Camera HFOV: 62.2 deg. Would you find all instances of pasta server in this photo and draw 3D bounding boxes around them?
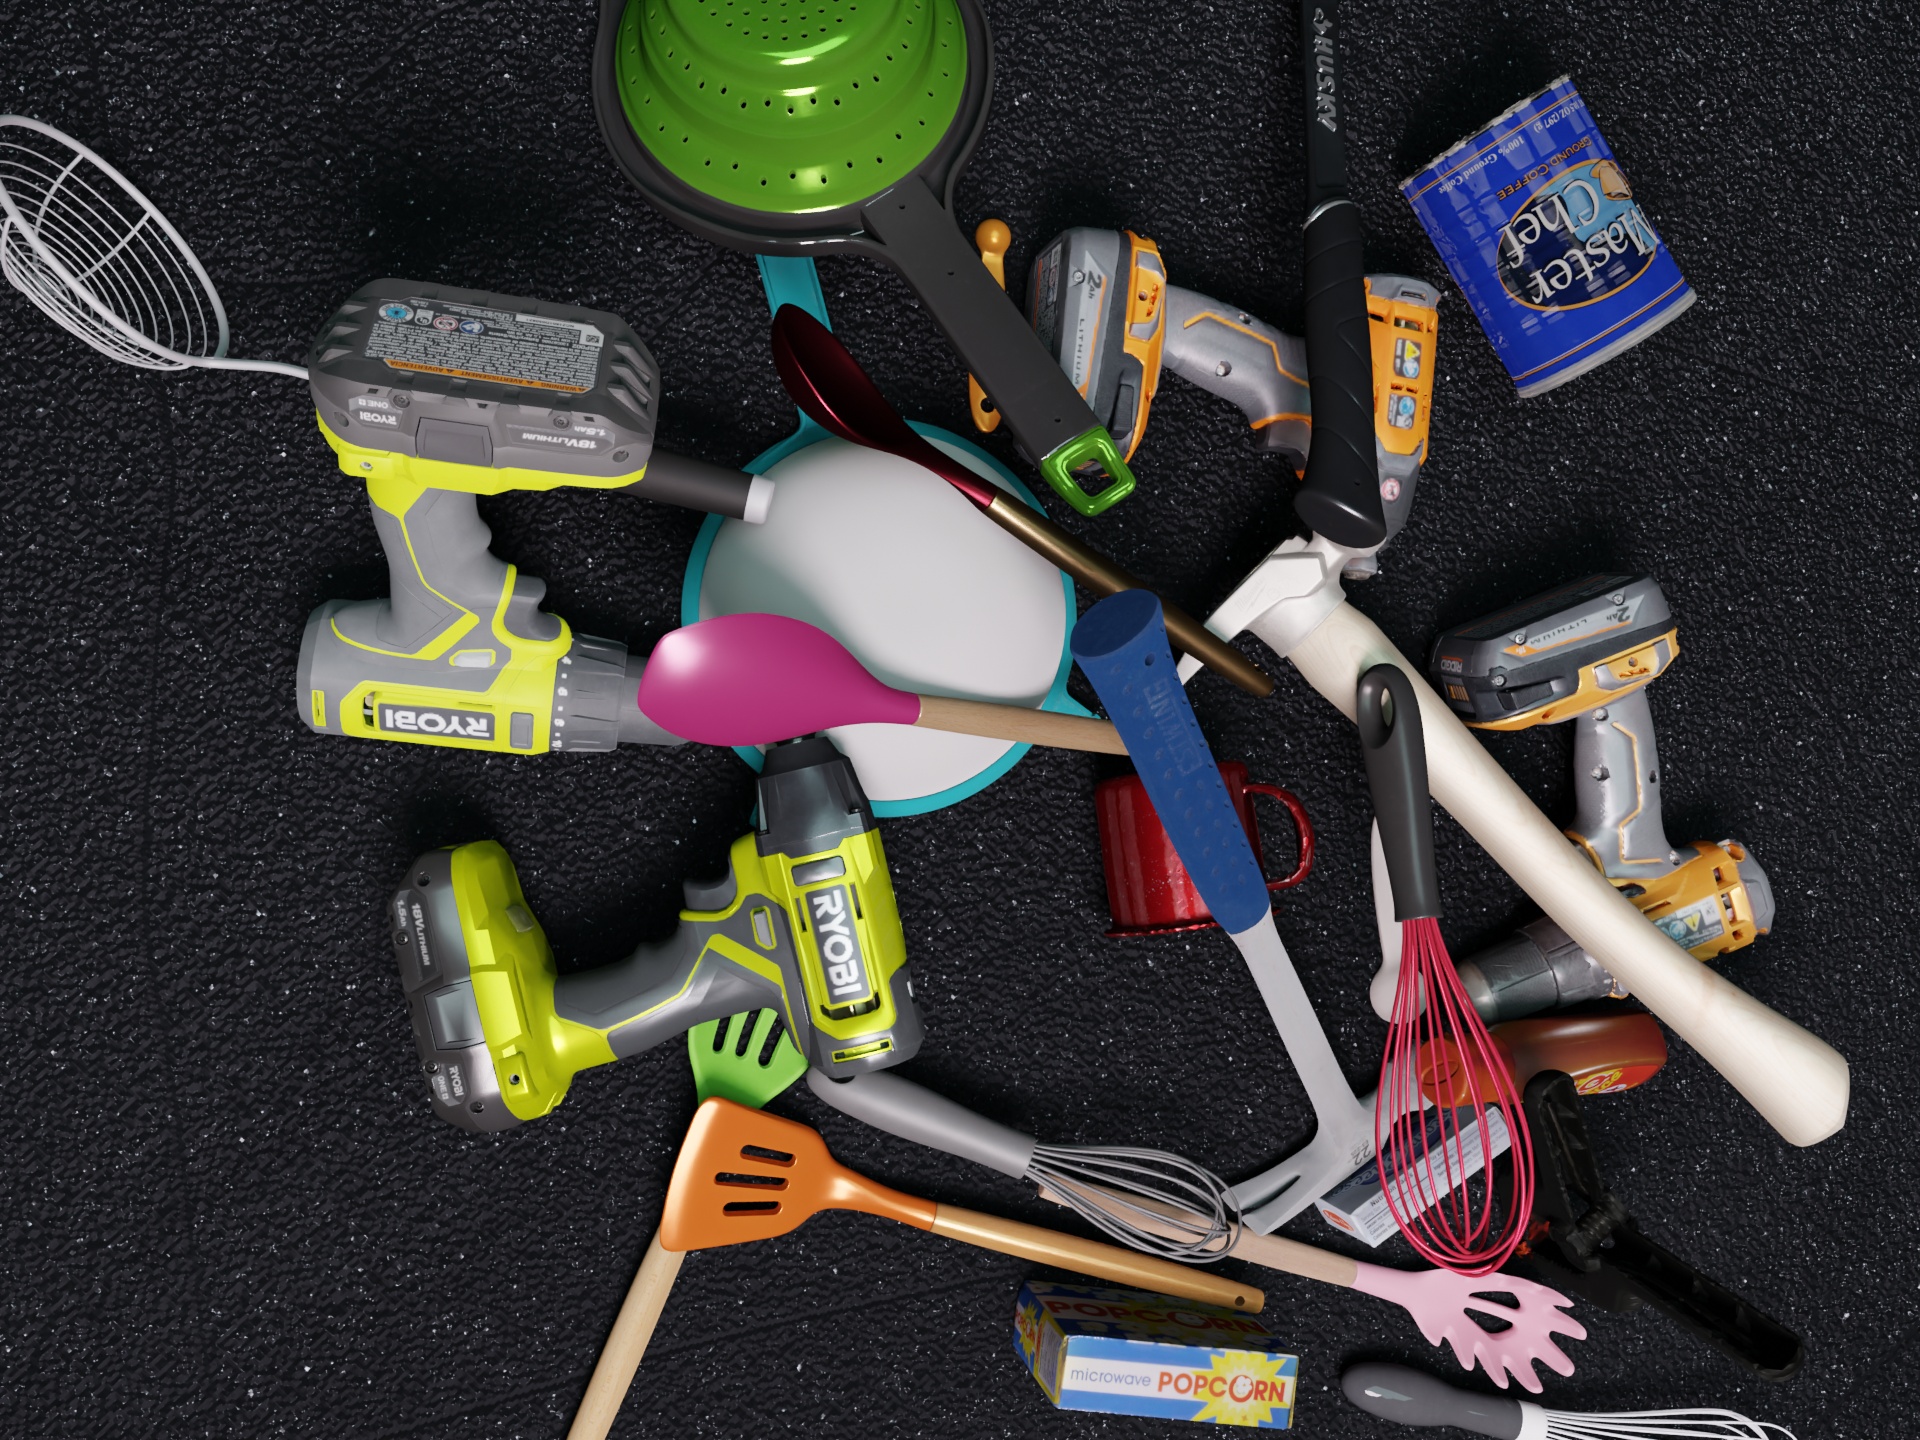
[{"bbox_3d":[0.192,0.297,0.867,0.316,0.040,0.060,19,92,-10],"label":"pasta server"}]

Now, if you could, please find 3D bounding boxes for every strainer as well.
[{"bbox_3d":[-0.049,-0.117,0.796,0.211,0.095,0.340,-16,93,-12],"label":"strainer"}]

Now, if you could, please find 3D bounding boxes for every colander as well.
[{"bbox_3d":[-0.037,-0.271,0.754,0.204,0.094,0.397,-33,80,-9],"label":"colander"}]

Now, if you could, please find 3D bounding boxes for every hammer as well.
[{"bbox_3d":[0.137,0.104,0.762,0.144,0.035,0.405,-38,128,-11],"label":"hammer"},{"bbox_3d":[0.291,0.073,0.832,0.410,0.038,0.146,45,110,2],"label":"hammer"},{"bbox_3d":[0.194,-0.276,0.827,0.149,0.036,0.409,9,68,-16],"label":"hammer"}]

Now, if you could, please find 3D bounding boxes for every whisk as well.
[{"bbox_3d":[0.346,0.401,0.893,0.284,0.070,0.070,16,85,-6],"label":"whisk"},{"bbox_3d":[0.226,0.116,0.772,0.073,0.073,0.296,-3,78,-13],"label":"whisk"},{"bbox_3d":[0.033,0.220,0.814,0.239,0.055,0.055,22,84,-4],"label":"whisk"}]

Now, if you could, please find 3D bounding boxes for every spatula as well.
[{"bbox_3d":[0.009,0.266,0.819,0.322,0.041,0.081,17,92,-9],"label":"spatula"}]

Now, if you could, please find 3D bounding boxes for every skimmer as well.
[{"bbox_3d":[-0.256,-0.177,0.726,0.363,0.127,0.090,15,107,-5],"label":"skimmer"}]

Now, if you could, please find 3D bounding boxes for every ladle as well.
[{"bbox_3d":[0.035,-0.094,0.767,0.315,0.069,0.031,32,122,-21],"label":"ladle"}]

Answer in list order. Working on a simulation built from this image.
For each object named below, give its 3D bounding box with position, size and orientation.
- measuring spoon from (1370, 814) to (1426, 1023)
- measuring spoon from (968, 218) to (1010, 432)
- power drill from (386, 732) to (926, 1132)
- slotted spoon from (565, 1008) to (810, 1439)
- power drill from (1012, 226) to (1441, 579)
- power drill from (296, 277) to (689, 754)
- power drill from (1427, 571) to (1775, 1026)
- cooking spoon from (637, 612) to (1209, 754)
[{"bbox_3d":[0.246,0.109,0.894,0.034,0.018,0.124,-4,88,-12],"label":"measuring spoon"},{"bbox_3d":[0.017,-0.213,0.856,0.021,0.011,0.117,3,88,-12],"label":"measuring spoon"},{"bbox_3d":[-0.142,0.097,0.753,0.223,0.080,0.171,-13,89,0],"label":"power drill"},{"bbox_3d":[-0.148,0.262,0.798,0.070,0.031,0.314,25,85,-22],"label":"slotted spoon"},{"bbox_3d":[0.148,-0.167,0.851,0.226,0.084,0.164,6,87,-16],"label":"power drill"},{"bbox_3d":[-0.198,-0.071,0.715,0.190,0.228,0.080,6,46,-12],"label":"power drill"},{"bbox_3d":[0.334,0.051,0.887,0.185,0.084,0.226,-22,98,-5],"label":"power drill"},{"bbox_3d":[-0.001,-0.002,0.754,0.318,0.017,0.068,8,119,-35],"label":"cooking spoon"}]
